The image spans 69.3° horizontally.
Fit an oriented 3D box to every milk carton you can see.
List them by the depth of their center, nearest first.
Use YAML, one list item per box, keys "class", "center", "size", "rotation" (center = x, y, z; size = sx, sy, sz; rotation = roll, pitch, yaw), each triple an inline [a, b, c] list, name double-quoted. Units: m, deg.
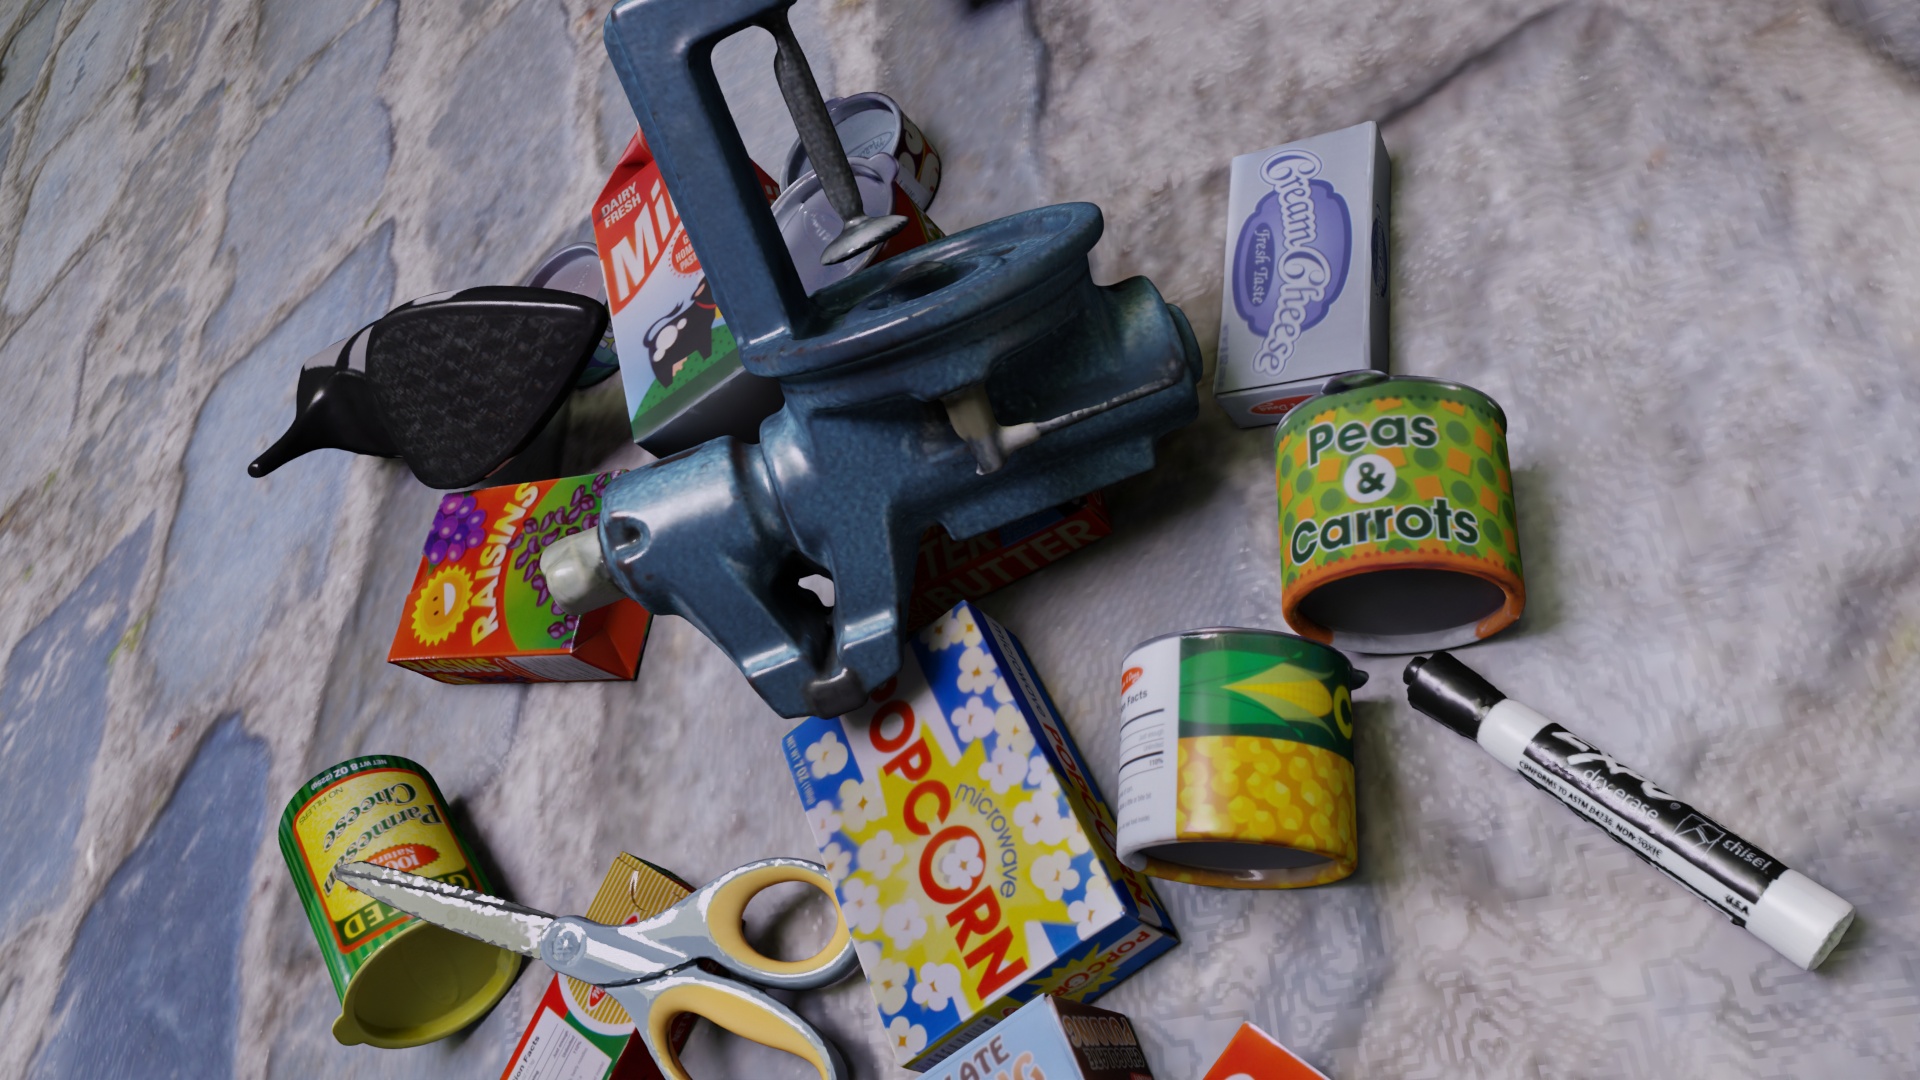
- class: "milk carton"
  center: [-0.106, -0.113, 0.610]
  size: [0.073, 0.072, 0.191]
  rotation: [-32, 51, 16]

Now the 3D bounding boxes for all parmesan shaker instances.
- class: "parmesan shaker"
  center: [-0.229, 0.142, 0.556]
  size: [0.071, 0.071, 0.103]
  rotation: [-51, 49, 1]

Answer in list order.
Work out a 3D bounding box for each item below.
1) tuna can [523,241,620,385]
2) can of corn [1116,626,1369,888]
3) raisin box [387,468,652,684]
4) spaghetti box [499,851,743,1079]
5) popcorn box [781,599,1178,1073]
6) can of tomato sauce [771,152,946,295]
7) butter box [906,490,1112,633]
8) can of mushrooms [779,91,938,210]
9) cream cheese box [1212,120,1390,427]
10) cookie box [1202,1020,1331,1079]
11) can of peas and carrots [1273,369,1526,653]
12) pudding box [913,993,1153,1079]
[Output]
- class: "tuna can"
  center: [-0.188, -0.112, 0.692]
  size: [0.071, 0.032, 0.071]
  rotation: [-16, 58, 27]
- class: "can of corn"
  center: [0.080, 0.063, 0.392]
  size: [0.071, 0.071, 0.058]
  rotation: [-10, 61, 30]
- class: "raisin box"
  center: [-0.191, 0.019, 0.619]
  size: [0.123, 0.040, 0.086]
  rotation: [-5, 64, 33]
- class: "spaghetti box"
  center: [-0.156, 0.234, 0.483]
  size: [0.050, 0.028, 0.250]
  rotation: [18, 76, 39]
- class: "popcorn box"
  center: [0.001, 0.093, 0.446]
  size: [0.085, 0.038, 0.127]
  rotation: [-37, 50, 11]
- class: "can of tomato sauce"
  center: [-0.029, -0.100, 0.543]
  size: [0.071, 0.083, 0.071]
  rotation: [-16, 58, 27]
- class: "butter box"
  center: [0.002, -0.006, 0.510]
  size: [0.103, 0.024, 0.053]
  rotation: [-27, 52, 19]
- class: "can of mushrooms"
  center: [-0.045, -0.166, 0.624]
  size: [0.071, 0.033, 0.071]
  rotation: [-16, 58, 28]
- class: "cream cheese box"
  center: [0.118, -0.092, 0.477]
  size: [0.053, 0.024, 0.104]
  rotation: [-7, 62, 31]
- class: "cookie box"
  center: [0.067, 0.213, 0.305]
  size: [0.123, 0.040, 0.168]
  rotation: [28, 66, 39]
- class: "can of peas and carrots"
  center: [0.123, -0.007, 0.396]
  size: [0.071, 0.071, 0.059]
  rotation: [-12, 60, 29]
- class: "pudding box"
  center: [0.009, 0.165, 0.394]
  size: [0.083, 0.049, 0.030]
  rotation: [-37, 52, 12]
